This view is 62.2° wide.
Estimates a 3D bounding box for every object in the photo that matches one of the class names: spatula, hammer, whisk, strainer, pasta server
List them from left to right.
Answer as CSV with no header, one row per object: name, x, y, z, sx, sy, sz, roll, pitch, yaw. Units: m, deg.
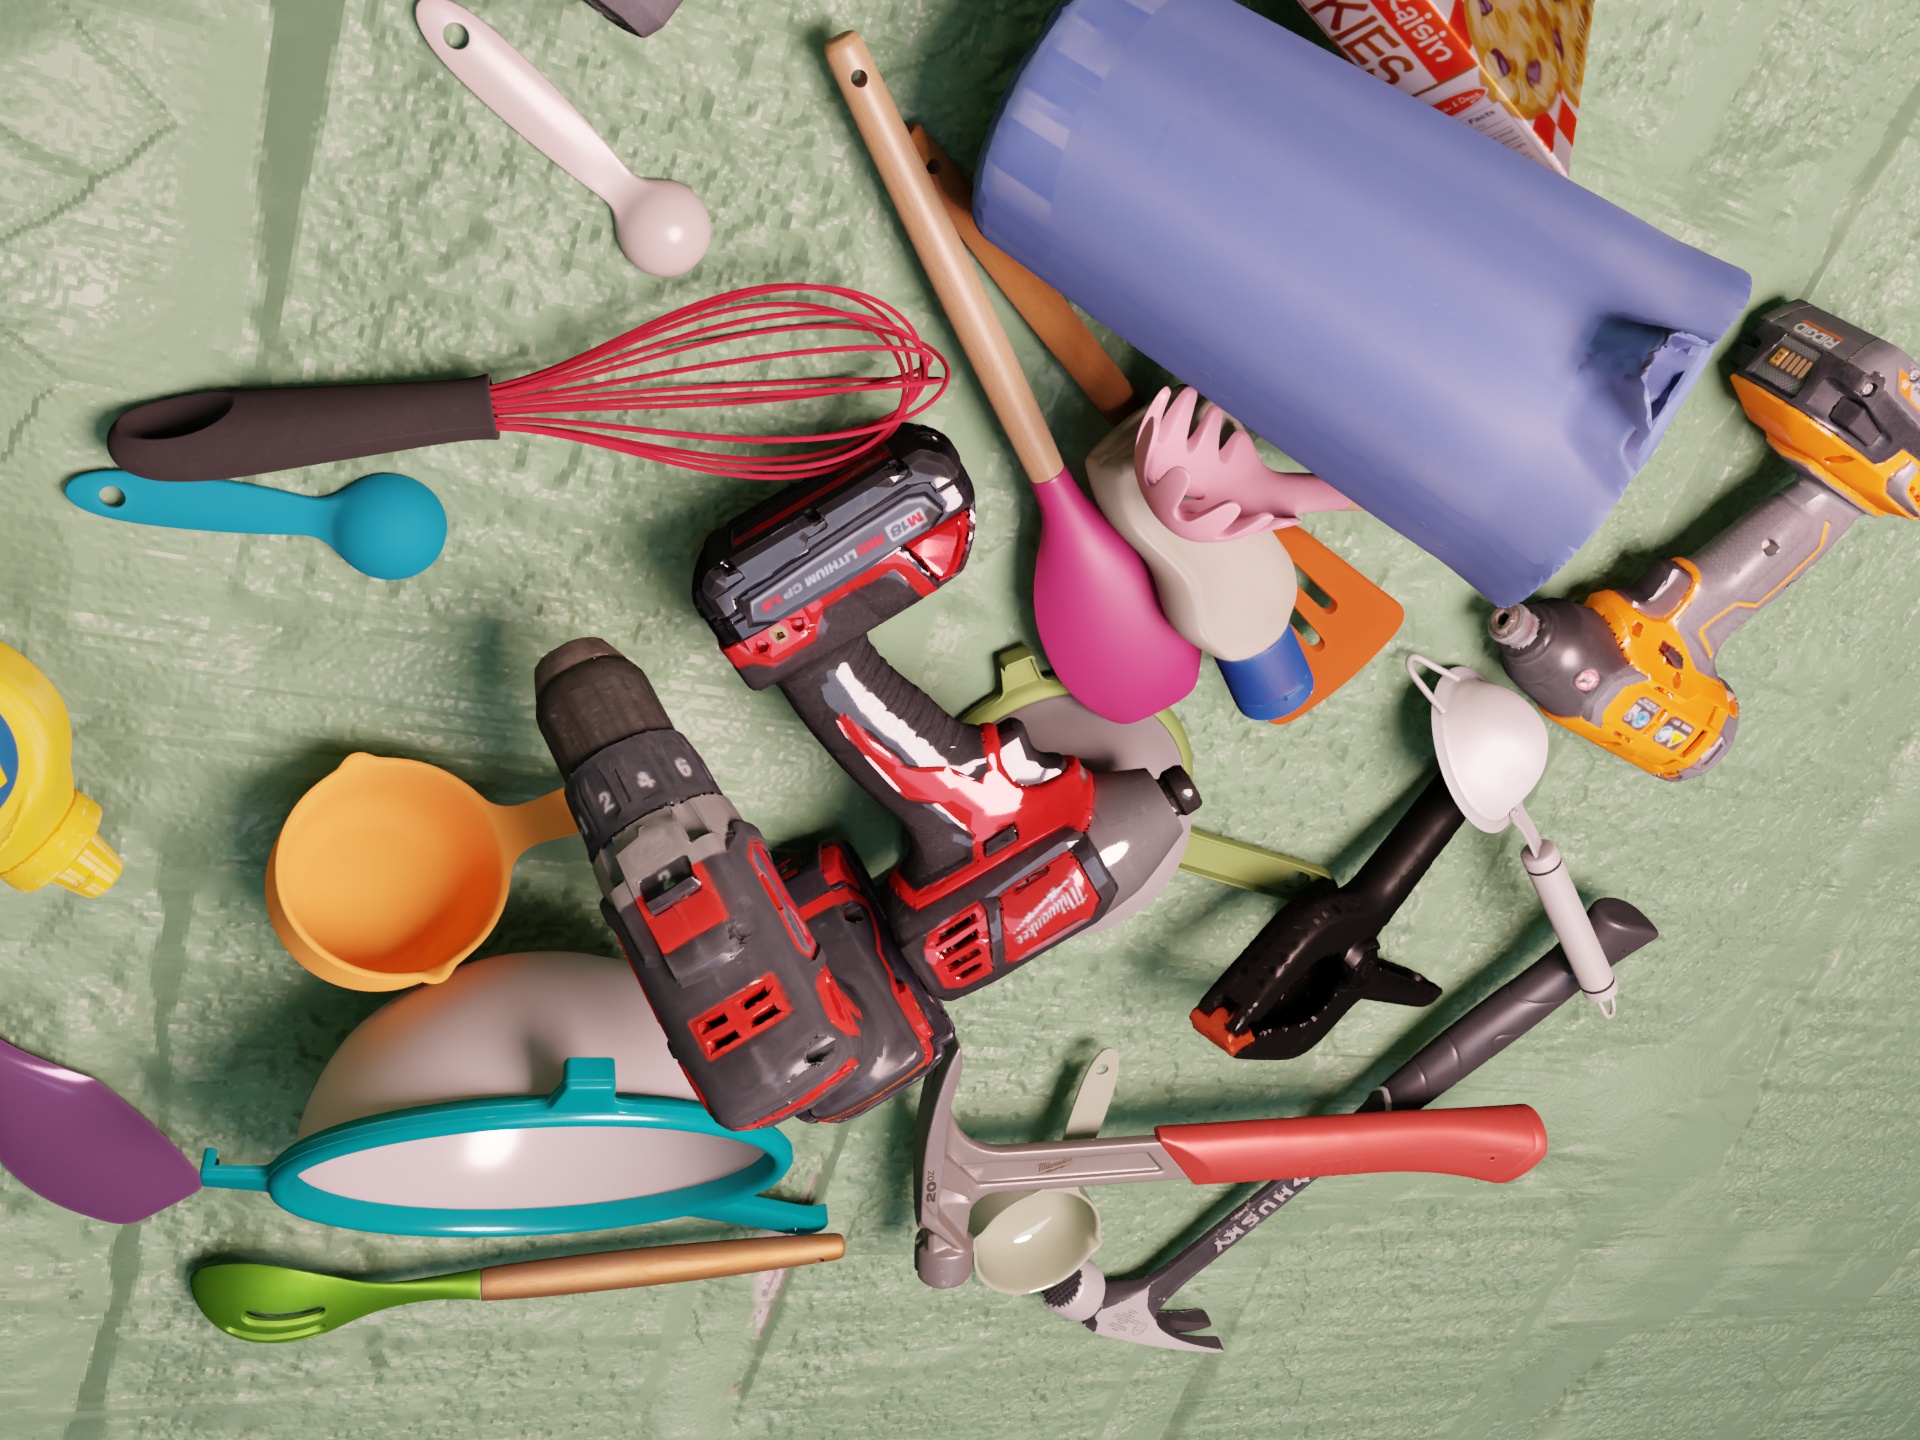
spatula,-0.415,0.109,0.628,0.060,0.018,0.315,-26,127,-4
whisk,-0.148,-0.115,0.572,0.295,0.073,0.073,-8,123,-11
strainer,-0.153,0.178,0.735,0.211,0.095,0.340,-17,152,19
spatula,0.079,-0.120,0.667,0.081,0.041,0.322,-41,125,8
strainer,0.097,0.070,0.773,0.256,0.069,0.151,17,112,-28
hammer,0.152,0.225,0.861,0.359,0.037,0.149,0,111,-14
hammer,0.239,0.244,0.942,0.409,0.036,0.149,-42,127,13
pasta server,0.180,-0.100,0.665,0.316,0.060,0.040,-7,152,-41
strainer,0.302,0.064,0.828,0.258,0.050,0.087,58,46,-26

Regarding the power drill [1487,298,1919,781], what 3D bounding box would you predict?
power drill,0.369,-0.084,0.780,0.164,0.084,0.226,22,114,-30

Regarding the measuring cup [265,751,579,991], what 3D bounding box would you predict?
measuring cup,-0.198,0.053,0.657,0.173,0.095,0.052,-19,173,-38

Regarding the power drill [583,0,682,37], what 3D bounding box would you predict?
power drill,-0.093,-0.339,0.441,0.185,0.084,0.226,31,101,-33

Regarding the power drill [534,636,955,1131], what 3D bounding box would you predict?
power drill,-0.087,0.073,0.634,0.080,0.188,0.226,-31,162,0

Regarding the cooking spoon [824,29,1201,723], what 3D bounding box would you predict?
cooking spoon,0.024,-0.119,0.633,0.069,0.017,0.318,-27,123,5

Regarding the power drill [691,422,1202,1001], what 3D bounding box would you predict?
power drill,-0.001,-0.002,0.647,0.143,0.079,0.219,-30,110,2

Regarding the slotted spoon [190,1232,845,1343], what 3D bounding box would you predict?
slotted spoon,-0.211,0.276,0.788,0.313,0.031,0.070,0,140,-17

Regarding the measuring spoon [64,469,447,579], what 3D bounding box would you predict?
measuring spoon,-0.252,-0.072,0.577,0.128,0.021,0.042,4,118,-25

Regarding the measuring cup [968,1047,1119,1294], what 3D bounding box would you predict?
measuring cup,0.051,0.243,0.886,0.083,0.038,0.167,9,111,-24

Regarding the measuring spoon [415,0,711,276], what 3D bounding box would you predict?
measuring spoon,-0.135,-0.199,0.547,0.034,0.018,0.124,-45,125,9
